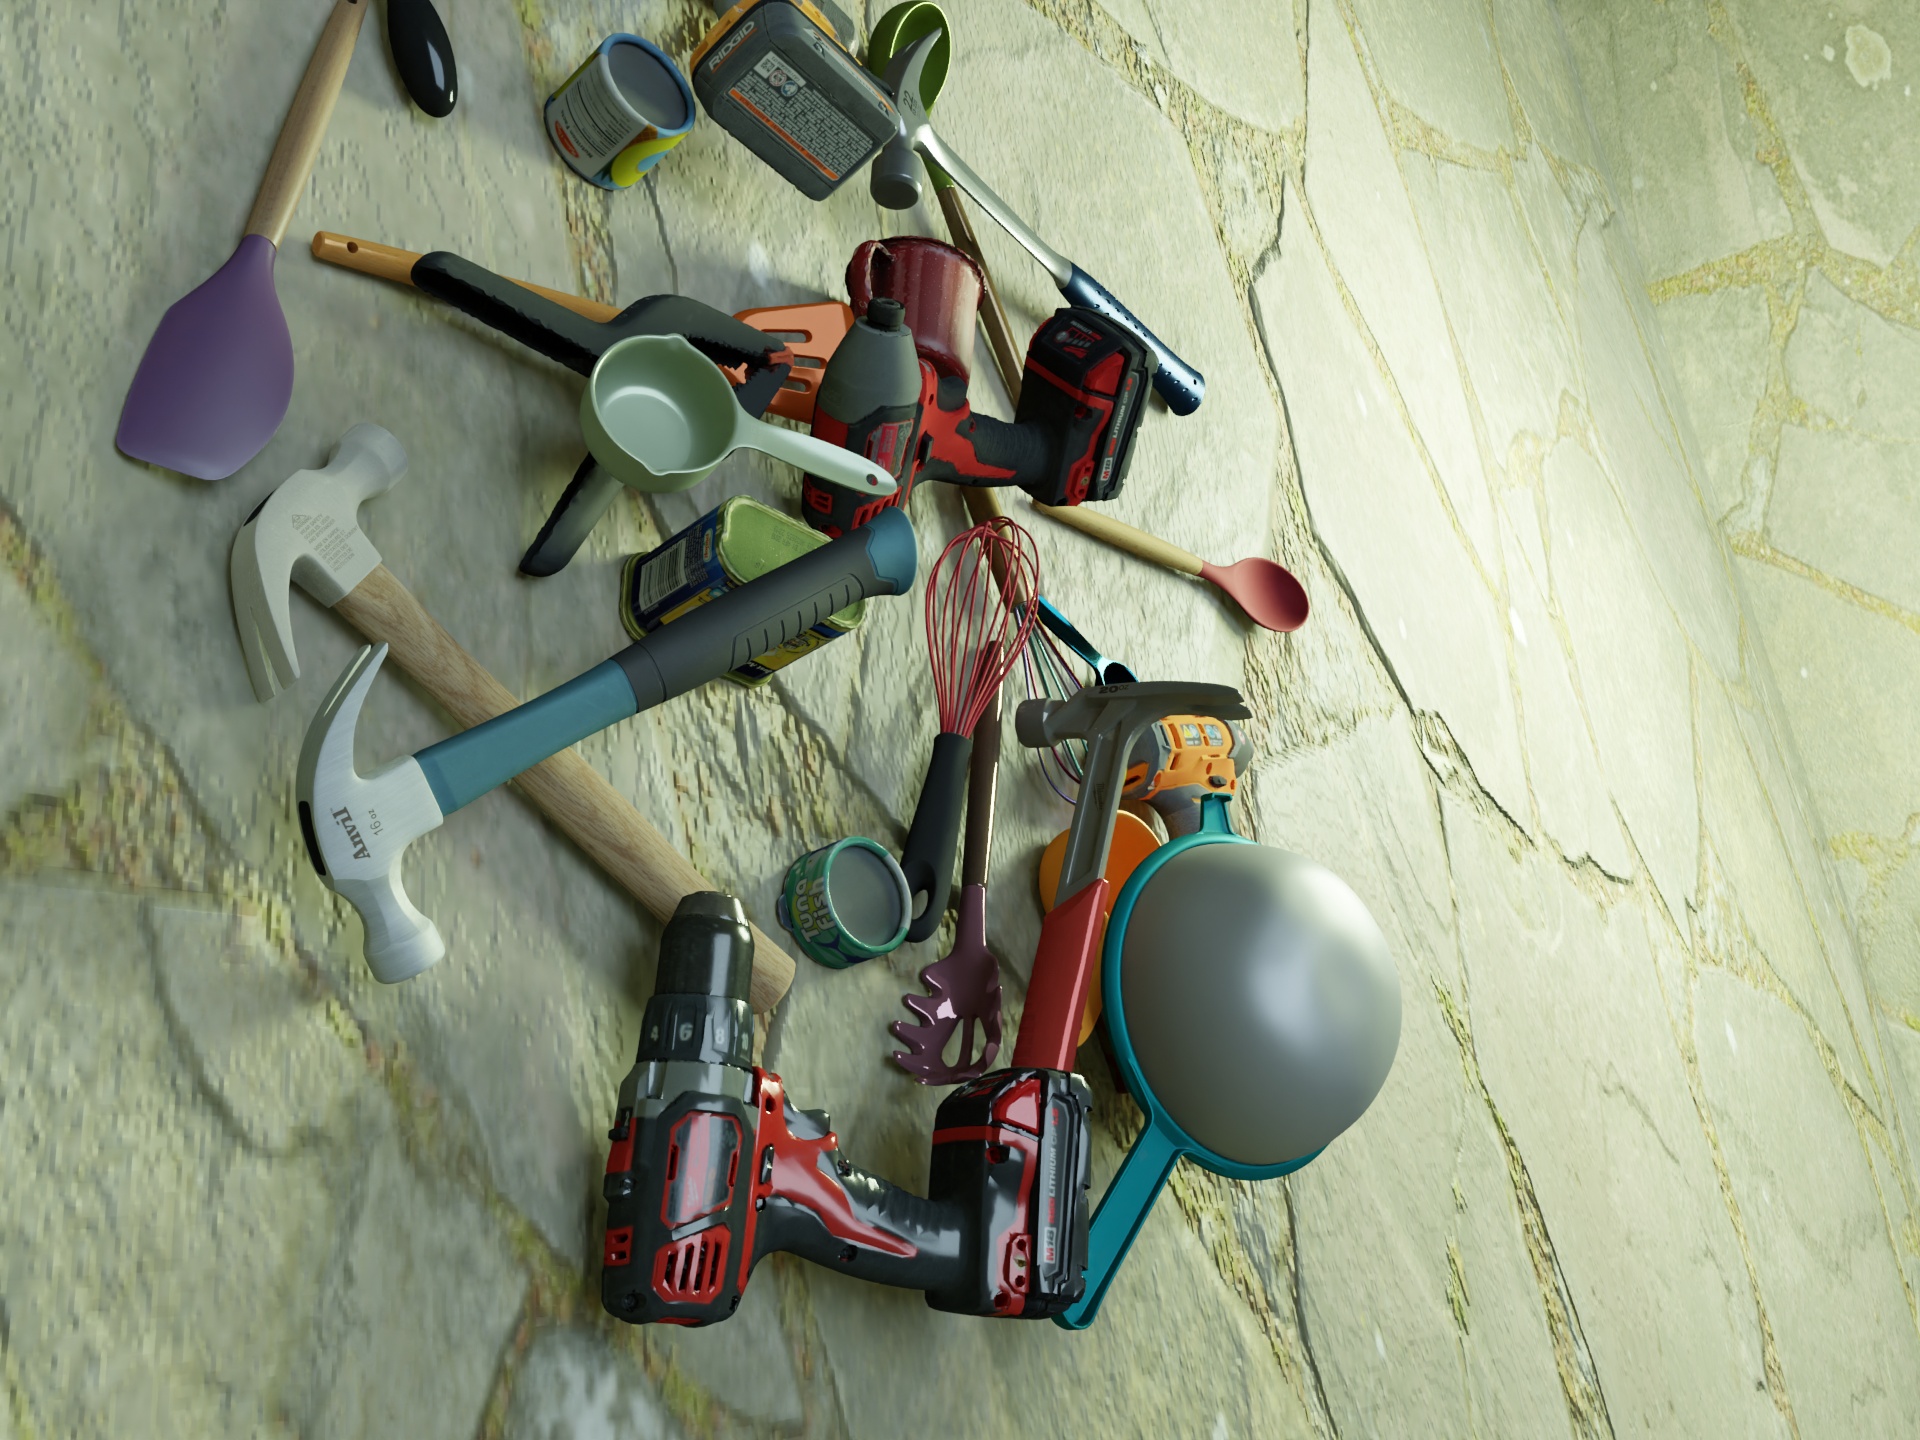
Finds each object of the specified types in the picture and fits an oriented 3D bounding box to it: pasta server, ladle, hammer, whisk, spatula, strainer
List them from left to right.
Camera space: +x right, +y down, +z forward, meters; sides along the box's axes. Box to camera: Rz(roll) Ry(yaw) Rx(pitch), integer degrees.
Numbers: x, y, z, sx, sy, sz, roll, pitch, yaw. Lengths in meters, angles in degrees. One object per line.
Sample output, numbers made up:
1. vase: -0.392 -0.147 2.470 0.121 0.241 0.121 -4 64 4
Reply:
1. spatula: -0.318 -0.239 0.743 0.059 0.018 0.316 16 57 -22
2. whisk: -0.314 -0.452 0.838 0.070 0.070 0.284 -14 86 -51
3. hammer: -0.196 0.021 0.737 0.331 0.031 0.130 49 41 -20
4. spatula: -0.188 -0.220 0.865 0.322 0.041 0.081 4 85 -46
5. hammer: -0.143 -0.020 0.725 0.331 0.033 0.128 -32 108 -35
6. whisk: -0.002 -0.003 0.954 0.073 0.073 0.296 34 53 -33
7. ladle: 0.008 -0.366 1.156 0.078 0.062 0.320 -19 88 -56
8. pasta server: 0.008 0.073 0.937 0.040 0.060 0.316 60 28 -47
9. whisk: 0.052 -0.057 1.053 0.051 0.047 0.245 0 67 -59
10. hammer: 0.071 -0.343 1.181 0.405 0.035 0.144 28 57 -48
11. hammer: 0.067 0.136 0.900 0.036 0.149 0.359 49 47 -46
12. ladle: 0.167 -0.126 1.233 0.315 0.031 0.069 15 57 -42
13. strainer: 0.159 0.198 0.899 0.211 0.095 0.340 49 51 -11

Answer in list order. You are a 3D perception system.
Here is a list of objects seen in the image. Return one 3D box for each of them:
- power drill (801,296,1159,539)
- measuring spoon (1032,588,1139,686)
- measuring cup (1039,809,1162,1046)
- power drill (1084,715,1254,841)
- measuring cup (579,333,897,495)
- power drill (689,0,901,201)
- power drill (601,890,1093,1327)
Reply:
1. power drill: 0.009 -0.188 0.962 0.219 0.143 0.079 -14 41 -36
2. measuring spoon: 0.076 -0.048 1.101 0.128 0.021 0.042 43 40 -12
3. measuring cup: 0.076 0.133 0.974 0.095 0.052 0.174 47 44 -21
4. power drill: 0.182 0.097 1.091 0.164 0.084 0.227 -1 68 -50
5. measuring cup: -0.113 -0.138 0.812 0.167 0.038 0.083 16 63 -26
6. power drill: -0.111 -0.431 1.008 0.185 0.084 0.226 26 35 -49
7. power drill: -0.052 0.187 0.744 0.226 0.080 0.188 15 66 -27
